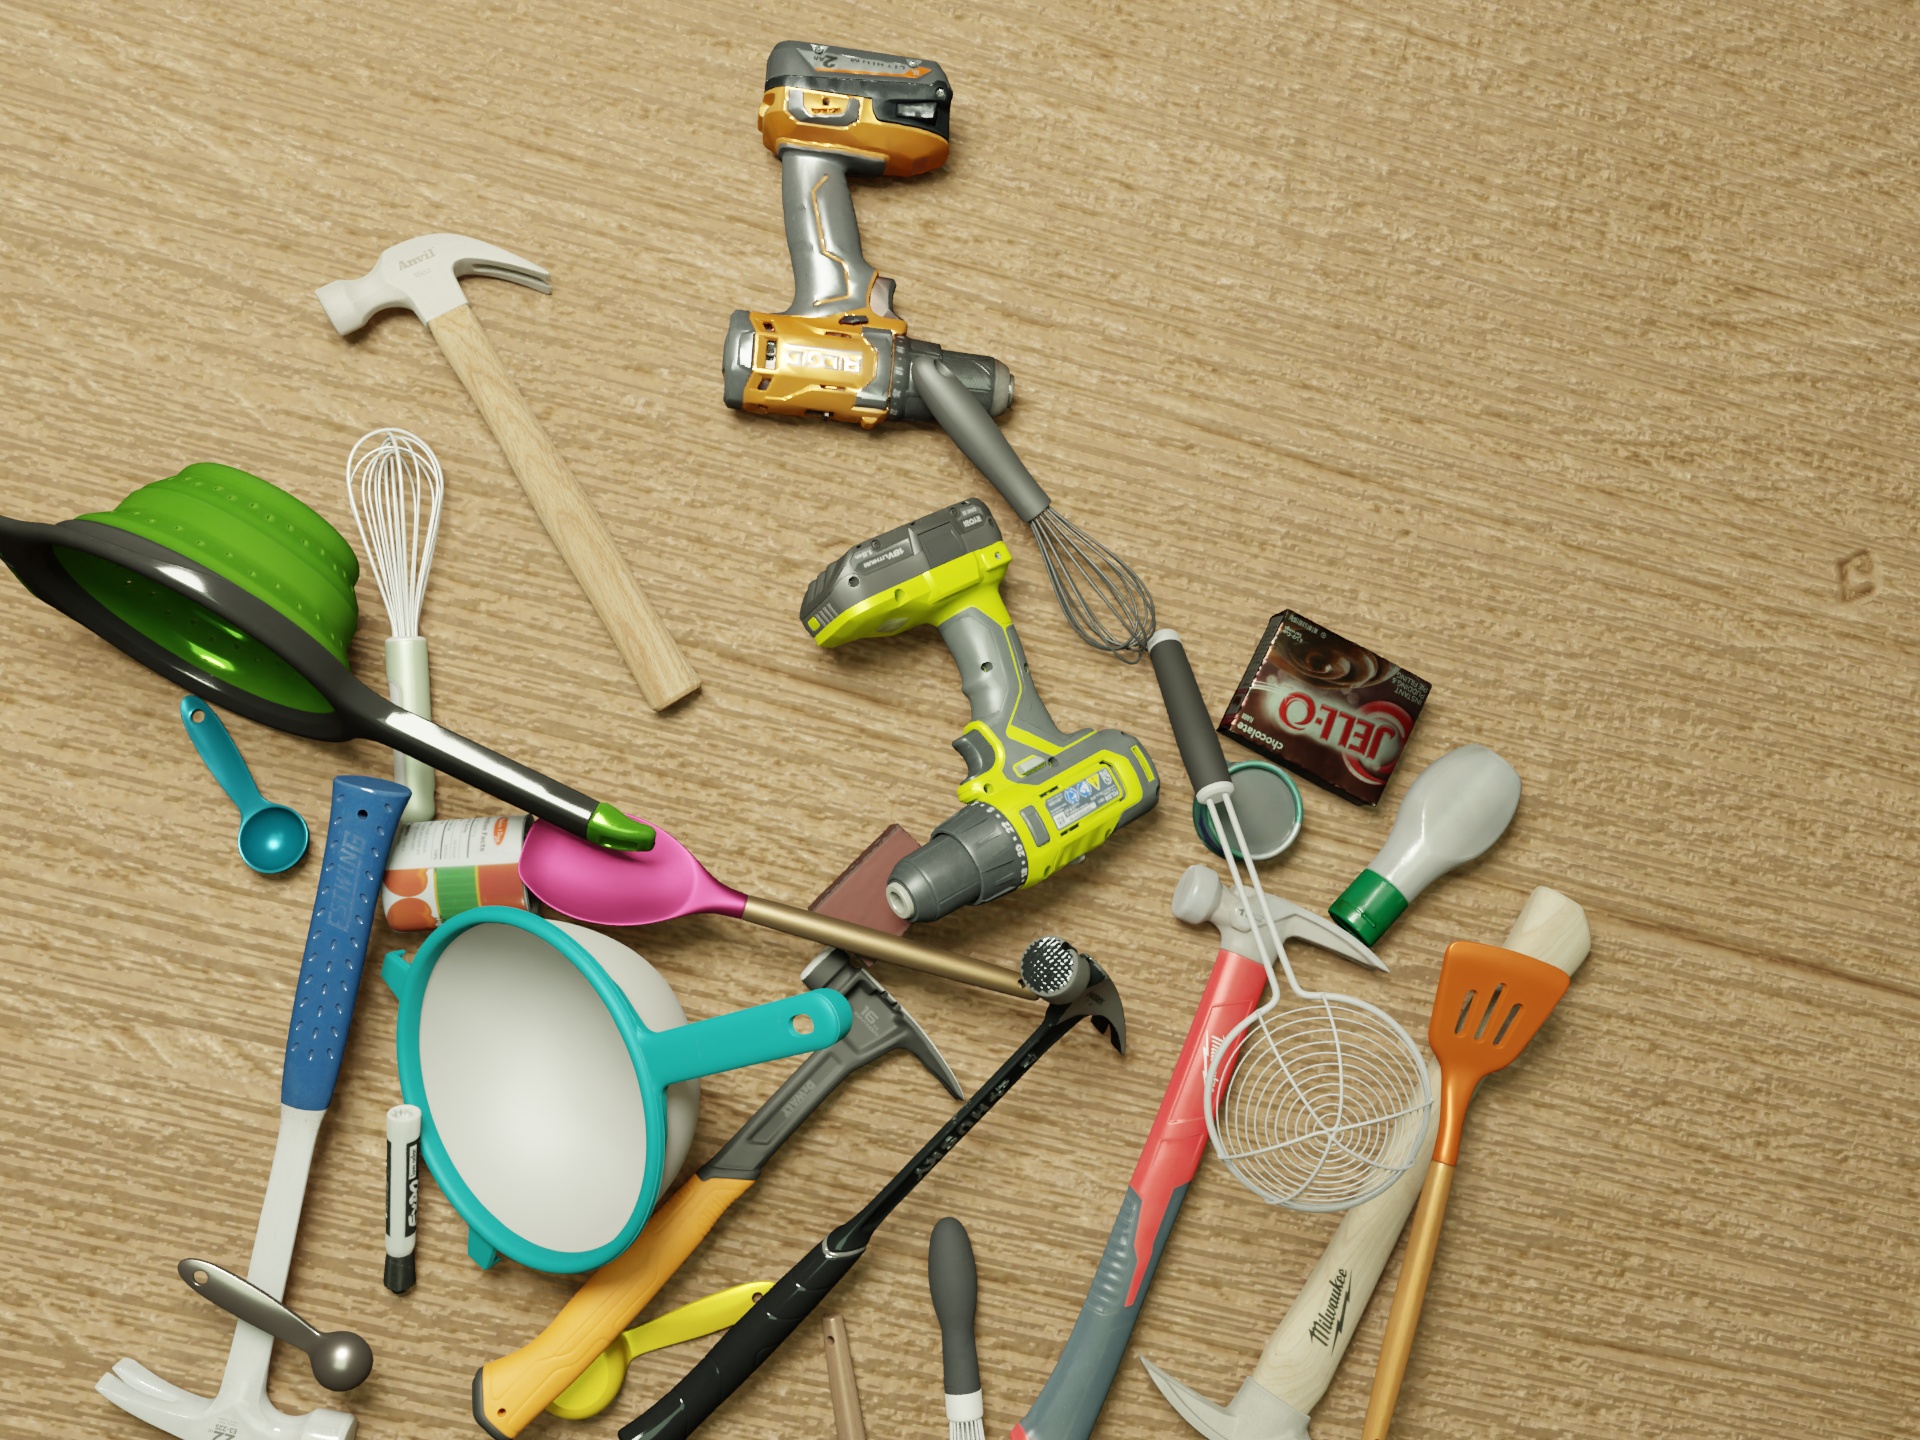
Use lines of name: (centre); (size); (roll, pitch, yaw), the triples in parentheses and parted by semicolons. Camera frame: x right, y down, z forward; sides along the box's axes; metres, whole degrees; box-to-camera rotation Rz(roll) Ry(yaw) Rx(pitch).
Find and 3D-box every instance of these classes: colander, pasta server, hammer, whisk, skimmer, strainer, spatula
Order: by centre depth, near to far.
strainer: (-0.172, 0.183, 0.886); (0.340, 0.095, 0.211); (-20, 87, 33)
colander: (-0.340, -0.044, 0.907); (0.397, 0.204, 0.094); (26, 66, -2)
hammer: (-0.385, 0.229, 0.912); (0.144, 0.035, 0.405); (13, 95, -4)
hammer: (-0.053, 0.297, 0.949); (0.409, 0.149, 0.036); (-46, 58, 0)
hammer: (-0.151, 0.295, 0.953); (0.127, 0.034, 0.337); (46, 76, 0)
pasta server: (-0.054, 0.521, 0.958); (0.060, 0.040, 0.316); (-12, 84, 19)
whisk: (0.006, 0.448, 0.962); (0.070, 0.070, 0.285); (-4, 80, -7)
skimmer: (0.174, 0.109, 0.966); (0.127, 0.090, 0.364); (-17, 57, 5)
whisk: (-0.342, -0.057, 0.976); (0.059, 0.058, 0.246); (-3, 89, -37)
spatula: (0.294, 0.297, 0.978); (0.081, 0.041, 0.323); (17, 83, -3)
hammer: (0.139, 0.295, 0.994); (0.143, 0.038, 0.386); (24, 81, -5)
hammer: (-0.259, -0.156, 0.996); (0.130, 0.031, 0.331); (-32, 91, -14)
whisk: (0.046, -0.131, 1.000); (0.055, 0.055, 0.239); (-41, 103, -8)
hammer: (0.275, 0.282, 1.017); (0.146, 0.038, 0.411); (33, 82, -1)

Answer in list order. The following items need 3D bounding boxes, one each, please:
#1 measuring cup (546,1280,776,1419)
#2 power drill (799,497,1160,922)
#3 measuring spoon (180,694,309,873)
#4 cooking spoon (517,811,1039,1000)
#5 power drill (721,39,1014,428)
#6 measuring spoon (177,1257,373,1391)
measuring cup: (-0.183, 0.374, 0.960); (0.156, 0.029, 0.062); (-19, 87, -6)
power drill: (-0.002, -0.003, 0.968); (0.190, 0.080, 0.228); (-27, 87, -31)
measuring spoon: (-0.439, 0.038, 0.974); (0.042, 0.021, 0.129); (-34, 80, -7)
cooking spoon: (-0.103, 0.118, 0.944); (0.319, 0.017, 0.069); (17, 67, -5)
power drill: (-0.051, -0.299, 1.014); (0.185, 0.084, 0.226); (5, 88, -8)
measuring spoon: (-0.389, 0.341, 0.896); (0.124, 0.018, 0.034); (34, 94, -5)
